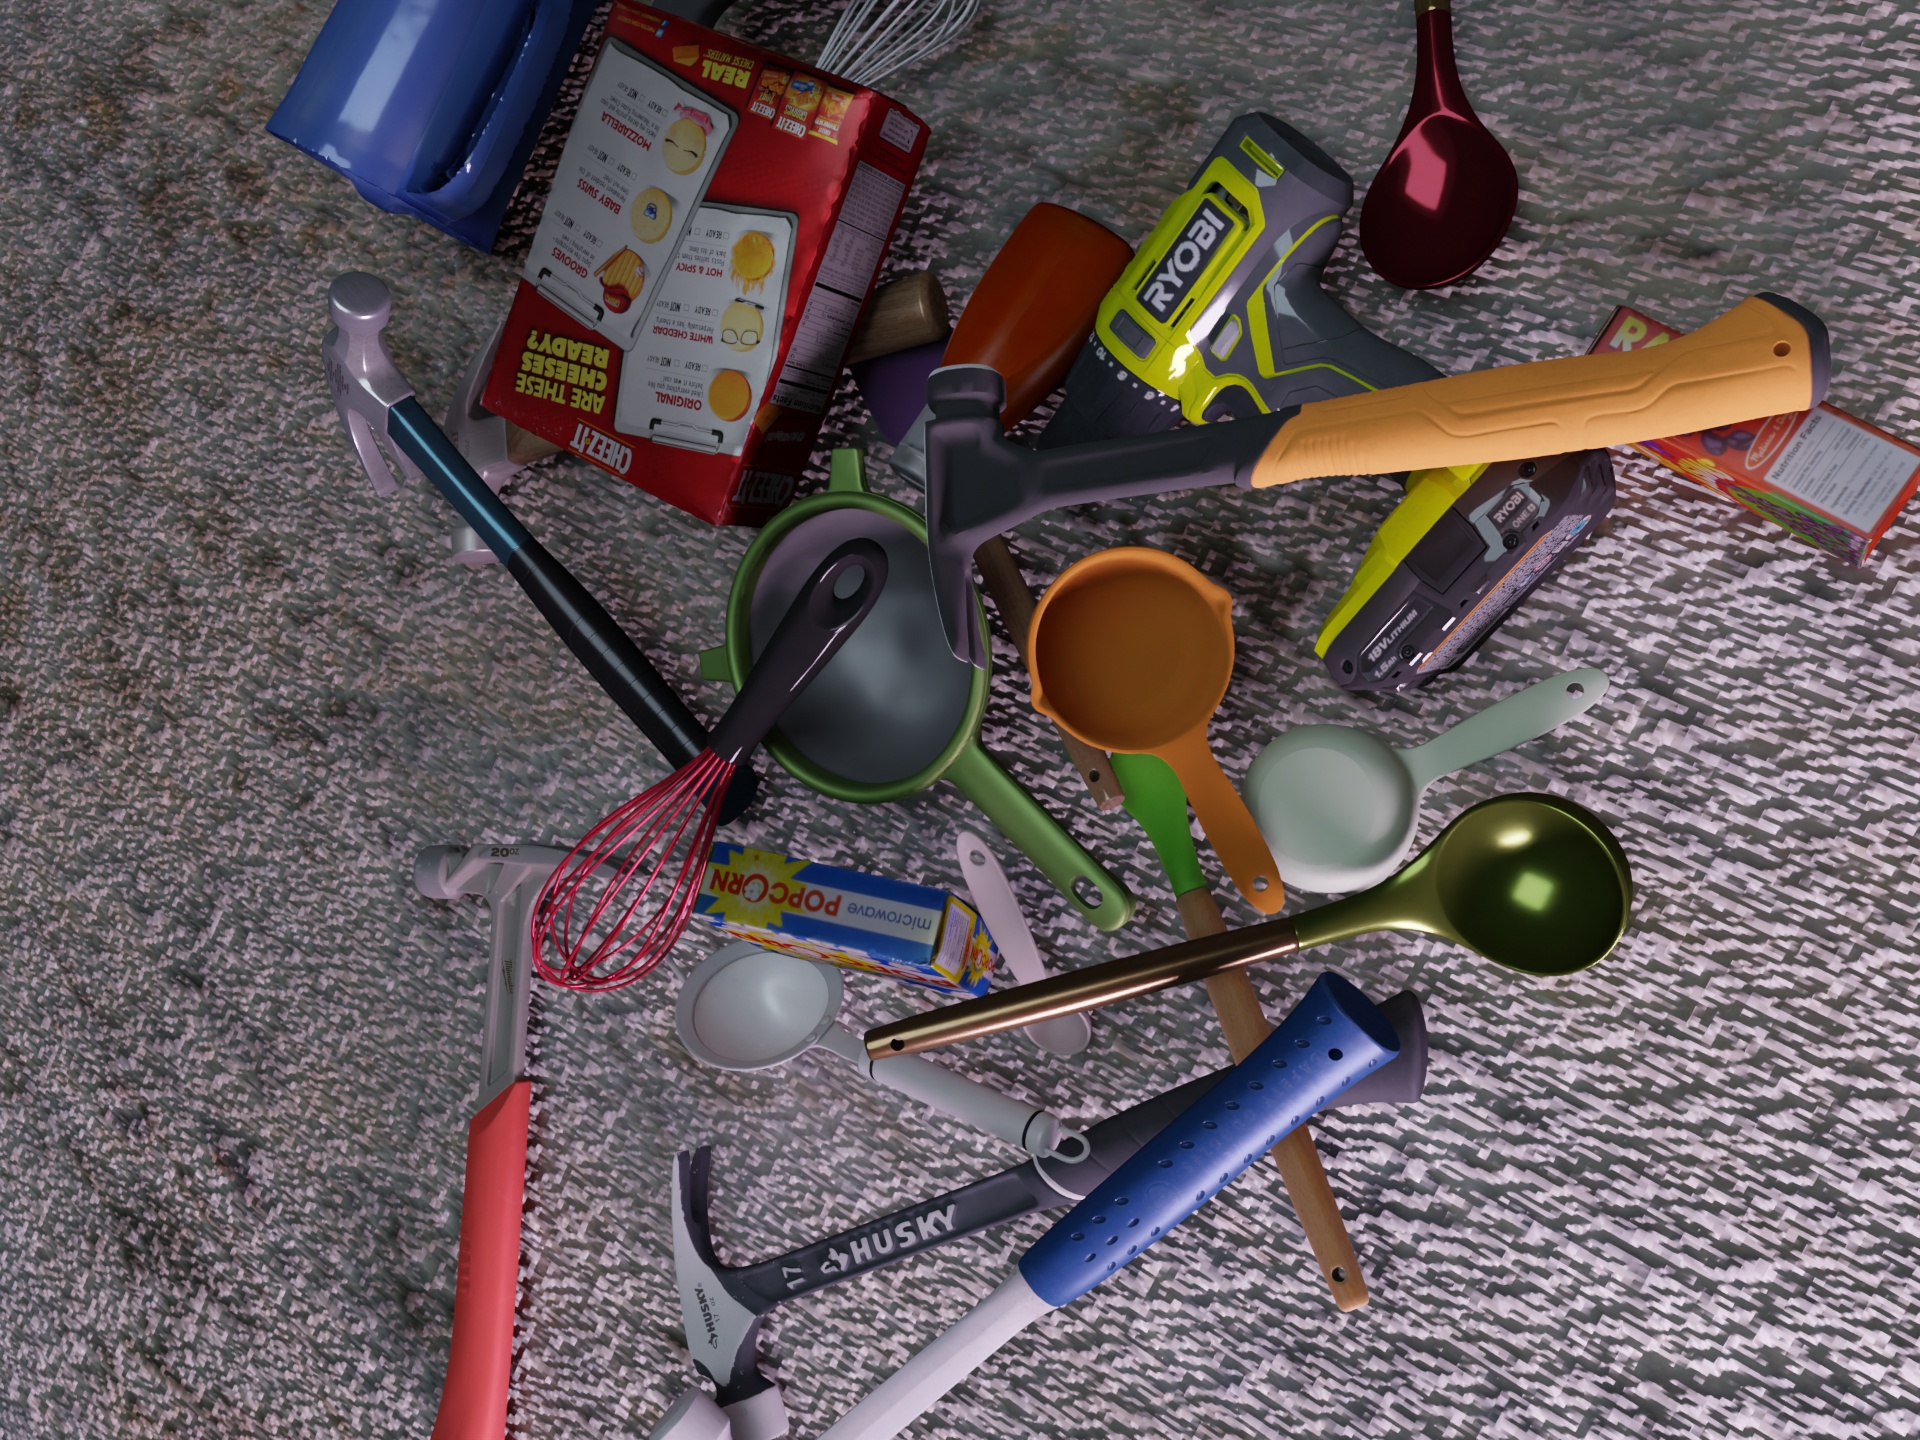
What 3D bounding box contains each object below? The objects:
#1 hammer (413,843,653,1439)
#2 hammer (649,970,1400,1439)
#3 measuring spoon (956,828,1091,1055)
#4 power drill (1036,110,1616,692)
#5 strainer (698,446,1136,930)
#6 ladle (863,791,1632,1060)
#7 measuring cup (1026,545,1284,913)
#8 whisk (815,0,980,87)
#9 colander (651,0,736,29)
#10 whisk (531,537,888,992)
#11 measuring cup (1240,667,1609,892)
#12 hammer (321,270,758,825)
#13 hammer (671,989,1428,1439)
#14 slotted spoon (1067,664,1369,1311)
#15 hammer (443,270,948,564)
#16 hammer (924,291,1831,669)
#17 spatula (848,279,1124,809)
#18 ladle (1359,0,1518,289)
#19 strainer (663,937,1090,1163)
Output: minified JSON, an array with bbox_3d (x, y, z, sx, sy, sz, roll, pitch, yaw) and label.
[{"bbox_3d":[-0.249,0.248,0.876,0.149,0.036,0.359,1,85,25],"label":"hammer"},{"bbox_3d":[0.032,0.255,0.693,0.144,0.035,0.405,44,111,1],"label":"hammer"},{"bbox_3d":[0.029,0.102,0.742,0.034,0.018,0.124,-15,108,31],"label":"measuring spoon"},{"bbox_3d":[0.145,-0.122,0.695,0.229,0.080,0.190,50,122,21],"label":"power drill"},{"bbox_3d":[-0.001,-0.002,0.766,0.256,0.069,0.151,45,119,14],"label":"strainer"},{"bbox_3d":[0.114,0.098,0.657,0.320,0.062,0.078,-15,98,3],"label":"ladle"},{"bbox_3d":[0.092,0.005,0.698,0.095,0.052,0.173,-30,95,1],"label":"measuring cup"},{"bbox_3d":[-0.082,-0.324,0.845,0.246,0.059,0.058,-39,98,21],"label":"whisk"},{"bbox_3d":[-0.104,-0.414,0.850,0.205,0.094,0.397,45,122,22],"label":"colander"},{"bbox_3d":[-0.123,0.028,0.772,0.073,0.073,0.295,47,113,21],"label":"whisk"},{"bbox_3d":[0.197,0.018,0.685,0.167,0.038,0.083,-29,74,22],"label":"measuring cup"},{"bbox_3d":[-0.223,-0.078,0.841,0.331,0.033,0.128,49,150,4],"label":"hammer"},{"bbox_3d":[0.029,0.216,0.750,0.409,0.036,0.149,-27,74,20],"label":"hammer"},{"bbox_3d":[0.113,0.099,0.699,0.070,0.031,0.314,-27,67,20],"label":"slotted spoon"},{"bbox_3d":[-0.156,-0.183,0.866,0.331,0.031,0.130,-11,80,27],"label":"hammer"},{"bbox_3d":[0.144,-0.101,0.609,0.337,0.034,0.127,-6,79,22],"label":"hammer"},{"bbox_3d":[0.011,-0.095,0.776,0.060,0.018,0.316,-32,64,19],"label":"spatula"},{"bbox_3d":[0.211,-0.342,0.719,0.069,0.031,0.315,-5,82,29],"label":"ladle"},{"bbox_3d":[-0.047,0.163,0.767,0.259,0.087,0.050,16,136,36],"label":"strainer"}]
